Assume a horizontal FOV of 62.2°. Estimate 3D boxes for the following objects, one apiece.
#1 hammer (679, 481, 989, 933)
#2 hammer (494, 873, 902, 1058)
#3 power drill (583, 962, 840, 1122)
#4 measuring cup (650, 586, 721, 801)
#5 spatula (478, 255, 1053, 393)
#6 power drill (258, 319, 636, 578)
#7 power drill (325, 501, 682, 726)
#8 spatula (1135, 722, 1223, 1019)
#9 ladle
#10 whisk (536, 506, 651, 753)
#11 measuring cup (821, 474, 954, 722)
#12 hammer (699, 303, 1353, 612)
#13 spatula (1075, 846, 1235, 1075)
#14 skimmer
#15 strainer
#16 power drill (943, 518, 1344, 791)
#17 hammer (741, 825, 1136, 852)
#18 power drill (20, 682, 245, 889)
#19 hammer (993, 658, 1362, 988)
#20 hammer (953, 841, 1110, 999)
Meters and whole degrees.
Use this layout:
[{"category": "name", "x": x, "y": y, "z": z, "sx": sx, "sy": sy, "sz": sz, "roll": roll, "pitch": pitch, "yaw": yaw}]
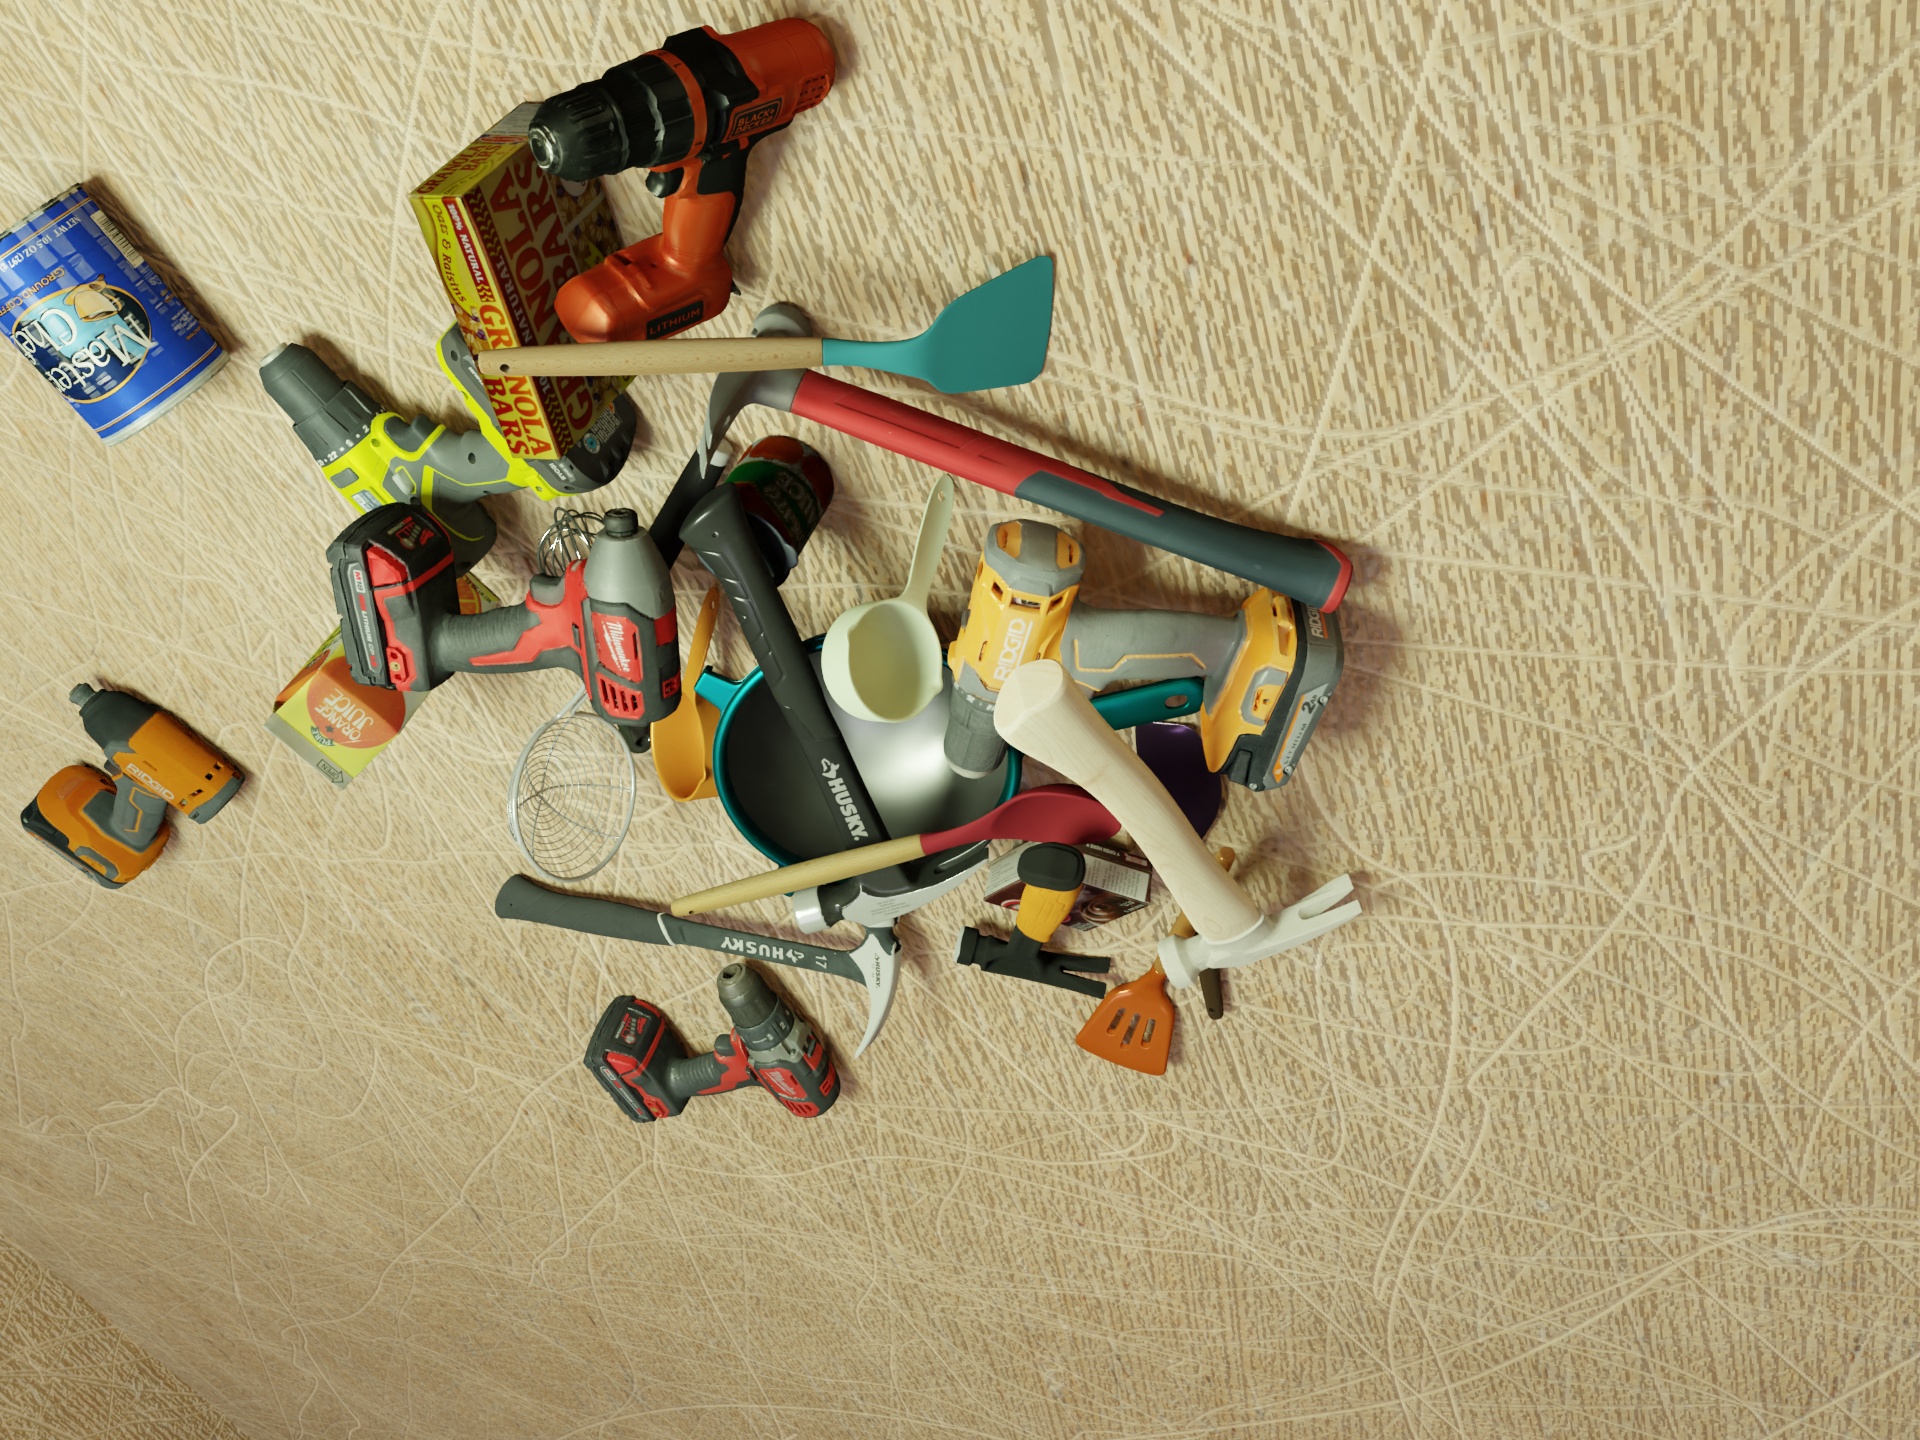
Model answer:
[{"category": "hammer", "x": -0.092, "y": -0.003, "z": 1.032, "sx": 0.146, "sy": 0.035, "sz": 0.334, "roll": -16, "pitch": 121, "yaw": 10}, {"category": "hammer", "x": -0.239, "y": 0.191, "z": 1.399, "sx": 0.409, "sy": 0.036, "sz": 0.149, "roll": 7, "pitch": 107, "yaw": 23}, {"category": "power drill", "x": -0.243, "y": 0.306, "z": 1.512, "sx": 0.227, "sy": 0.080, "sz": 0.187, "roll": -8, "pitch": 129, "yaw": 25}, {"category": "measuring cup", "x": -0.180, "y": -0.021, "z": 1.179, "sx": 0.095, "sy": 0.052, "sz": 0.173, "roll": 43, "pitch": 125, "yaw": 42}, {"category": "spatula", "x": -0.103, "y": -0.208, "z": 0.881, "sx": 0.317, "sy": 0.044, "sz": 0.082, "roll": -3, "pitch": 137, "yaw": -6}, {"category": "power drill", "x": -0.347, "y": -0.198, "z": 1.062, "sx": 0.228, "sy": 0.080, "sz": 0.190, "roll": -15, "pitch": 126, "yaw": 37}, {"category": "power drill", "x": -0.291, "y": -0.077, "z": 1.041, "sx": 0.220, "sy": 0.079, "sz": 0.143, "roll": 7, "pitch": 119, "yaw": 11}, {"category": "spatula", "x": 0.177, "y": 0.121, "z": 1.193, "sx": 0.060, "sy": 0.018, "sz": 0.315, "roll": 6, "pitch": 133, "yaw": 24}, {"category": "ladle", "x": -0.048, "y": 0.090, "z": 1.053, "sx": 0.315, "sy": 0.031, "sz": 0.069, "roll": -15, "pitch": 143, "yaw": 13}, {"category": "whisk", "x": -0.264, "y": -0.060, "z": 1.184, "sx": 0.059, "sy": 0.058, "sz": 0.246, "roll": 41, "pitch": 152, "yaw": 34}, {"category": "measuring cup", "x": -0.040, "y": -0.078, "z": 0.999, "sx": 0.083, "sy": 0.168, "sz": 0.038, "roll": 30, "pitch": 158, "yaw": -38}, {"category": "hammer", "x": 0.043, "y": -0.132, "z": 0.928, "sx": 0.386, "sy": 0.143, "sz": 0.038, "roll": 20, "pitch": 135, "yaw": -2}, {"category": "spatula", "x": 0.161, "y": 0.188, "z": 1.232, "sx": 0.081, "sy": 0.041, "sz": 0.322, "roll": 20, "pitch": 146, "yaw": 5}, {"category": "skimmer", "x": -0.226, "y": -0.035, "z": 1.125, "sx": 0.090, "sy": 0.127, "sz": 0.363, "roll": 44, "pitch": 122, "yaw": 14}, {"category": "strainer", "x": -0.002, "y": -0.004, "z": 1.110, "sx": 0.340, "sy": 0.095, "sz": 0.210, "roll": -12, "pitch": 122, "yaw": 6}, {"category": "power drill", "x": 0.103, "y": -0.021, "z": 1.001, "sx": 0.226, "sy": 0.084, "sz": 0.185, "roll": 12, "pitch": 129, "yaw": -6}, {"category": "hammer", "x": -0.030, "y": 0.062, "z": 1.213, "sx": 0.331, "sy": 0.031, "sz": 0.129, "roll": 6, "pitch": 135, "yaw": 17}, {"category": "power drill", "x": -0.794, "y": 0.058, "z": 1.498, "sx": 0.226, "sy": 0.084, "sz": 0.164, "roll": -31, "pitch": 115, "yaw": 36}, {"category": "hammer", "x": 0.135, "y": 0.067, "z": 0.993, "sx": 0.146, "sy": 0.038, "sz": 0.410, "roll": -24, "pitch": 145, "yaw": 14}, {"category": "hammer", "x": 0.064, "y": 0.146, "z": 1.150, "sx": 0.127, "sy": 0.034, "sz": 0.336, "roll": 13, "pitch": 161, "yaw": 2}]
